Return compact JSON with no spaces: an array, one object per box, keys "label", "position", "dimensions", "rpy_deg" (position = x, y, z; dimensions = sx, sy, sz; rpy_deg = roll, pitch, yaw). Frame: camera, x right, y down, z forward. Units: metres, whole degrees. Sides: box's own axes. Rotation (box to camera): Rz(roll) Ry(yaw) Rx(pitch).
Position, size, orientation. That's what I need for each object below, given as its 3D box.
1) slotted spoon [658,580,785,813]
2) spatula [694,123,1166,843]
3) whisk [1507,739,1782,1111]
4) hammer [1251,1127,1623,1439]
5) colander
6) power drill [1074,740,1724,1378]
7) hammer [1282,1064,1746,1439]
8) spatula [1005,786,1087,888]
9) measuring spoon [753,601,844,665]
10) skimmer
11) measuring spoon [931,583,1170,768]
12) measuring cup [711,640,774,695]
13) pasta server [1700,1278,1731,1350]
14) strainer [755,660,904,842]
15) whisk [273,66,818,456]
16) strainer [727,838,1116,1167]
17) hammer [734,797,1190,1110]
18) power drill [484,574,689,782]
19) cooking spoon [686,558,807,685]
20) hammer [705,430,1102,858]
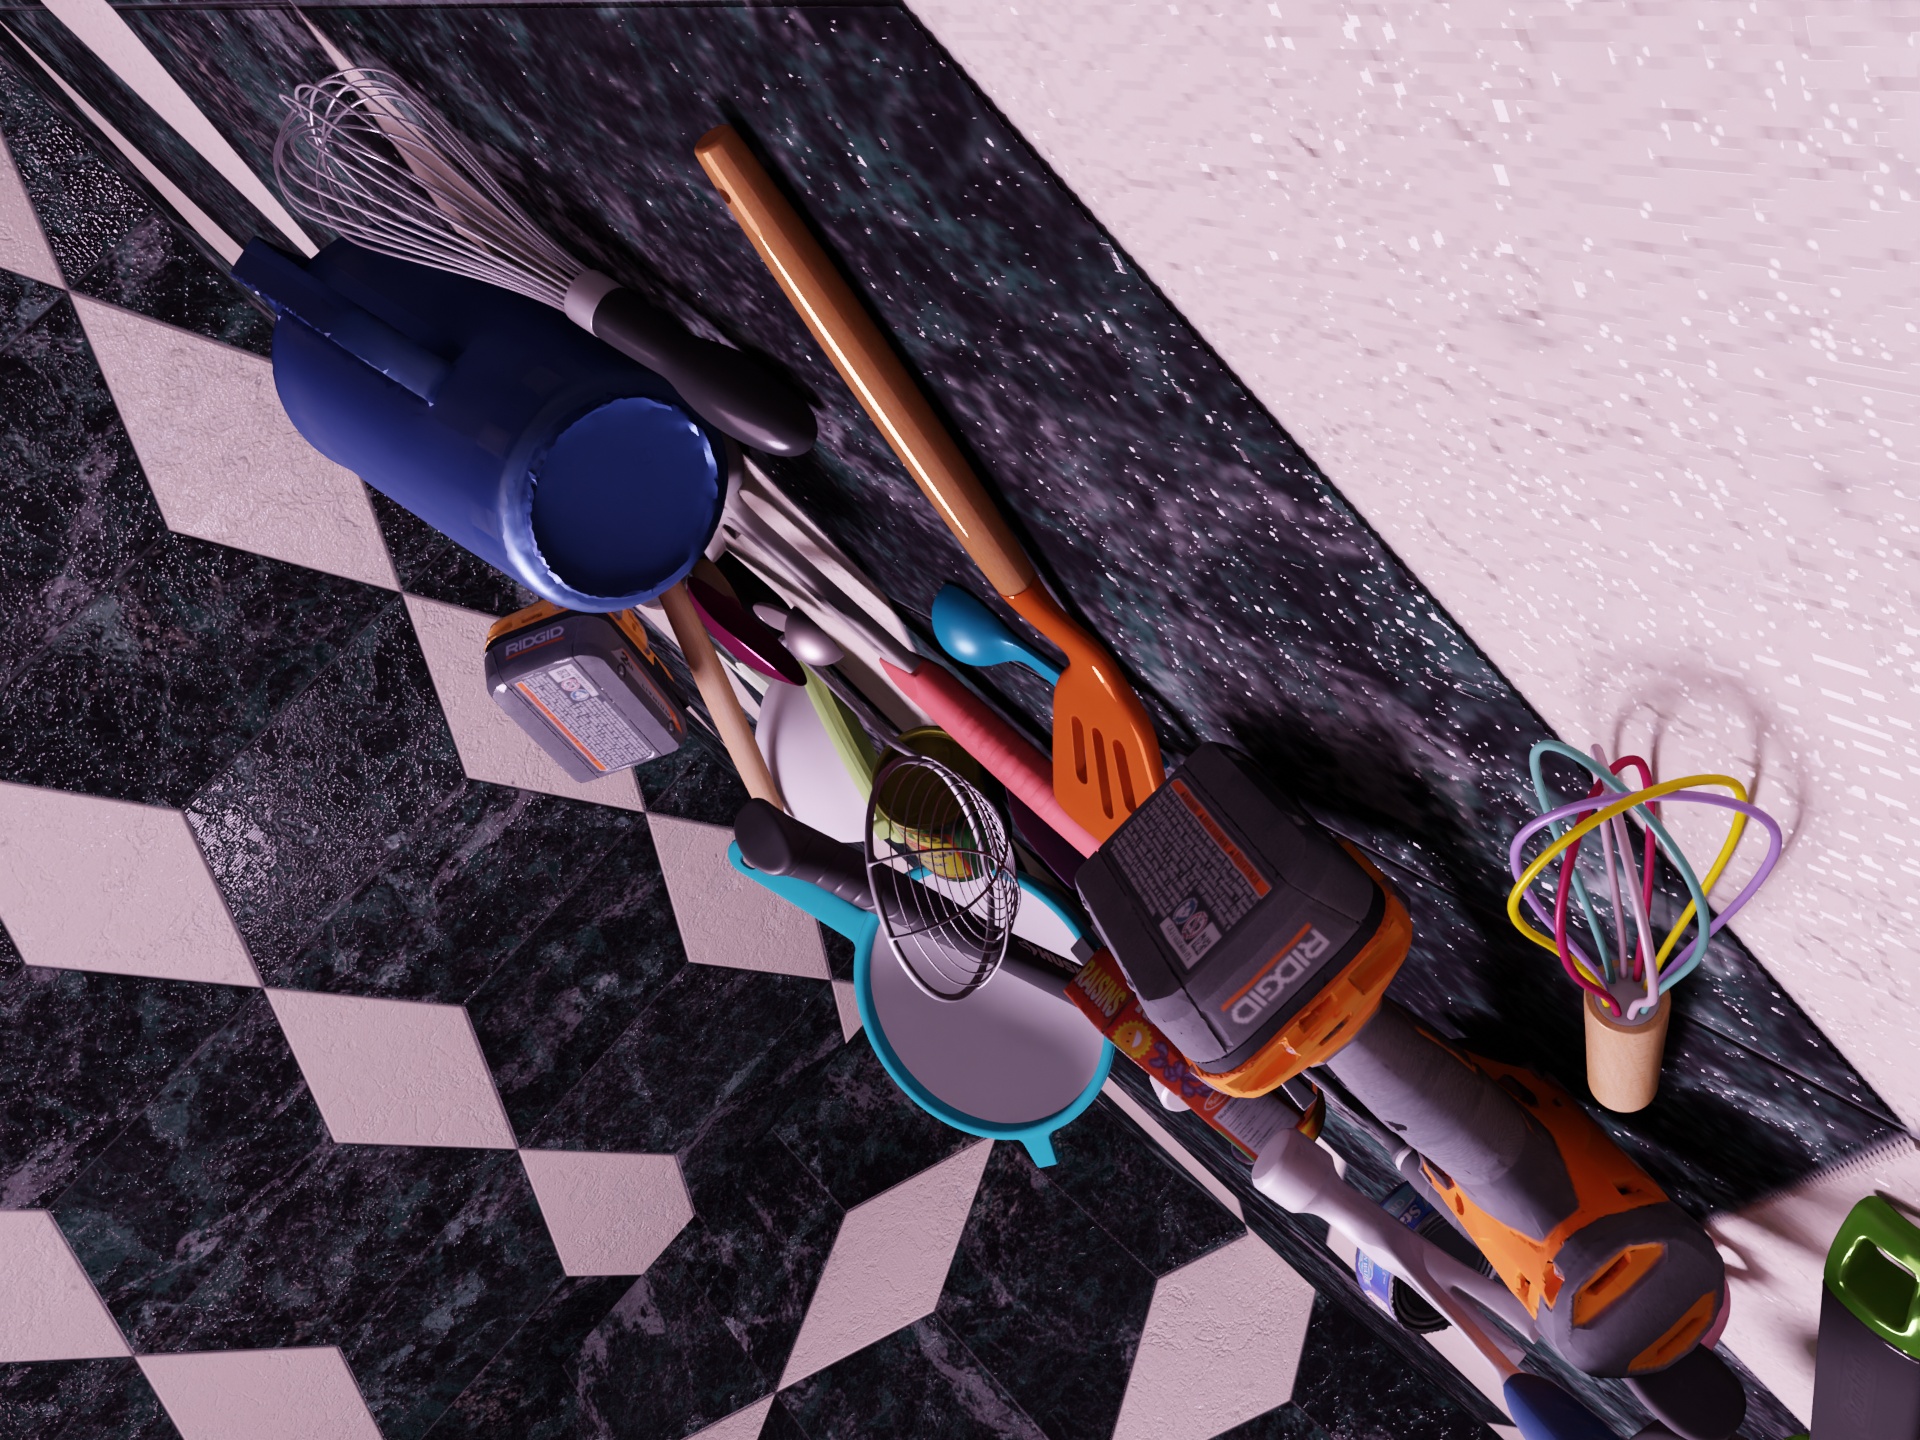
[{"label":"slotted spoon","position":[-0.165,-0.061,0.948],"dimensions":[0.070,0.031,0.313],"rpy_deg":[-126,14,-65]},{"label":"spatula","position":[0.002,-0.057,0.538],"dimensions":[0.081,0.041,0.322],"rpy_deg":[32,165,48]},{"label":"whisk","position":[0.168,0.066,0.411],"dimensions":[0.051,0.047,0.244],"rpy_deg":[35,171,32]},{"label":"hammer","position":[0.203,0.237,0.556],"dimensions":[0.144,0.035,0.405],"rpy_deg":[36,178,1]},{"label":"colander","position":[0.345,0.282,0.567],"dimensions":[0.205,0.094,0.396],"rpy_deg":[43,157,52]},{"label":"power drill","position":[0.146,0.111,0.554],"dimensions":[0.226,0.084,0.164],"rpy_deg":[42,-173,-19]},{"label":"hammer","position":[0.200,0.195,0.728],"dimensions":[0.149,0.036,0.409],"rpy_deg":[43,177,-18]},{"label":"spatula","position":[0.089,0.109,0.949],"dimensions":[0.315,0.018,0.060],"rpy_deg":[50,-157,-50]},{"label":"measuring spoon","position":[-0.090,-0.045,0.810],"dimensions":[0.034,0.018,0.124],"rpy_deg":[47,170,-22]},{"label":"skimmer","position":[-0.084,0.010,0.905],"dimensions":[0.364,0.090,0.127],"rpy_deg":[44,-177,39]},{"label":"measuring spoon","position":[0.032,-0.013,0.658],"dimensions":[0.129,0.021,0.042],"rpy_deg":[39,170,26]},{"label":"measuring cup","position":[-0.147,-0.045,1.186],"dimensions":[0.168,0.038,0.083],"rpy_deg":[34,167,49]},{"label":"pasta server","position":[0.308,0.268,0.747],"dimensions":[0.060,0.040,0.316],"rpy_deg":[52,176,24]},{"label":"strainer","position":[-0.092,0.033,1.096],"dimensions":[0.151,0.069,0.256],"rpy_deg":[62,179,9]},{"label":"whisk","position":[-0.168,-0.183,0.636],"dimensions":[0.285,0.070,0.070],"rpy_deg":[34,168,15]},{"label":"strainer","position":[-0.019,0.164,1.193],"dimensions":[0.340,0.211,0.095],"rpy_deg":[28,-156,22]},{"label":"hammer","position":[0.007,0.124,0.940],"dimensions":[0.334,0.035,0.146],"rpy_deg":[30,-161,-32]},{"label":"power drill","position":[-0.220,-0.074,0.983],"dimensions":[0.185,0.084,0.226],"rpy_deg":[59,-164,-51]},{"label":"cooking spoon","position":[-0.121,-0.059,0.813],"dimensions":[0.068,0.017,0.319],"rpy_deg":[39,-179,-17]},{"label":"hammer","position":[-0.001,-0.003,0.796],"dimensions":[0.359,0.037,0.149],"rpy_deg":[42,170,6]}]
